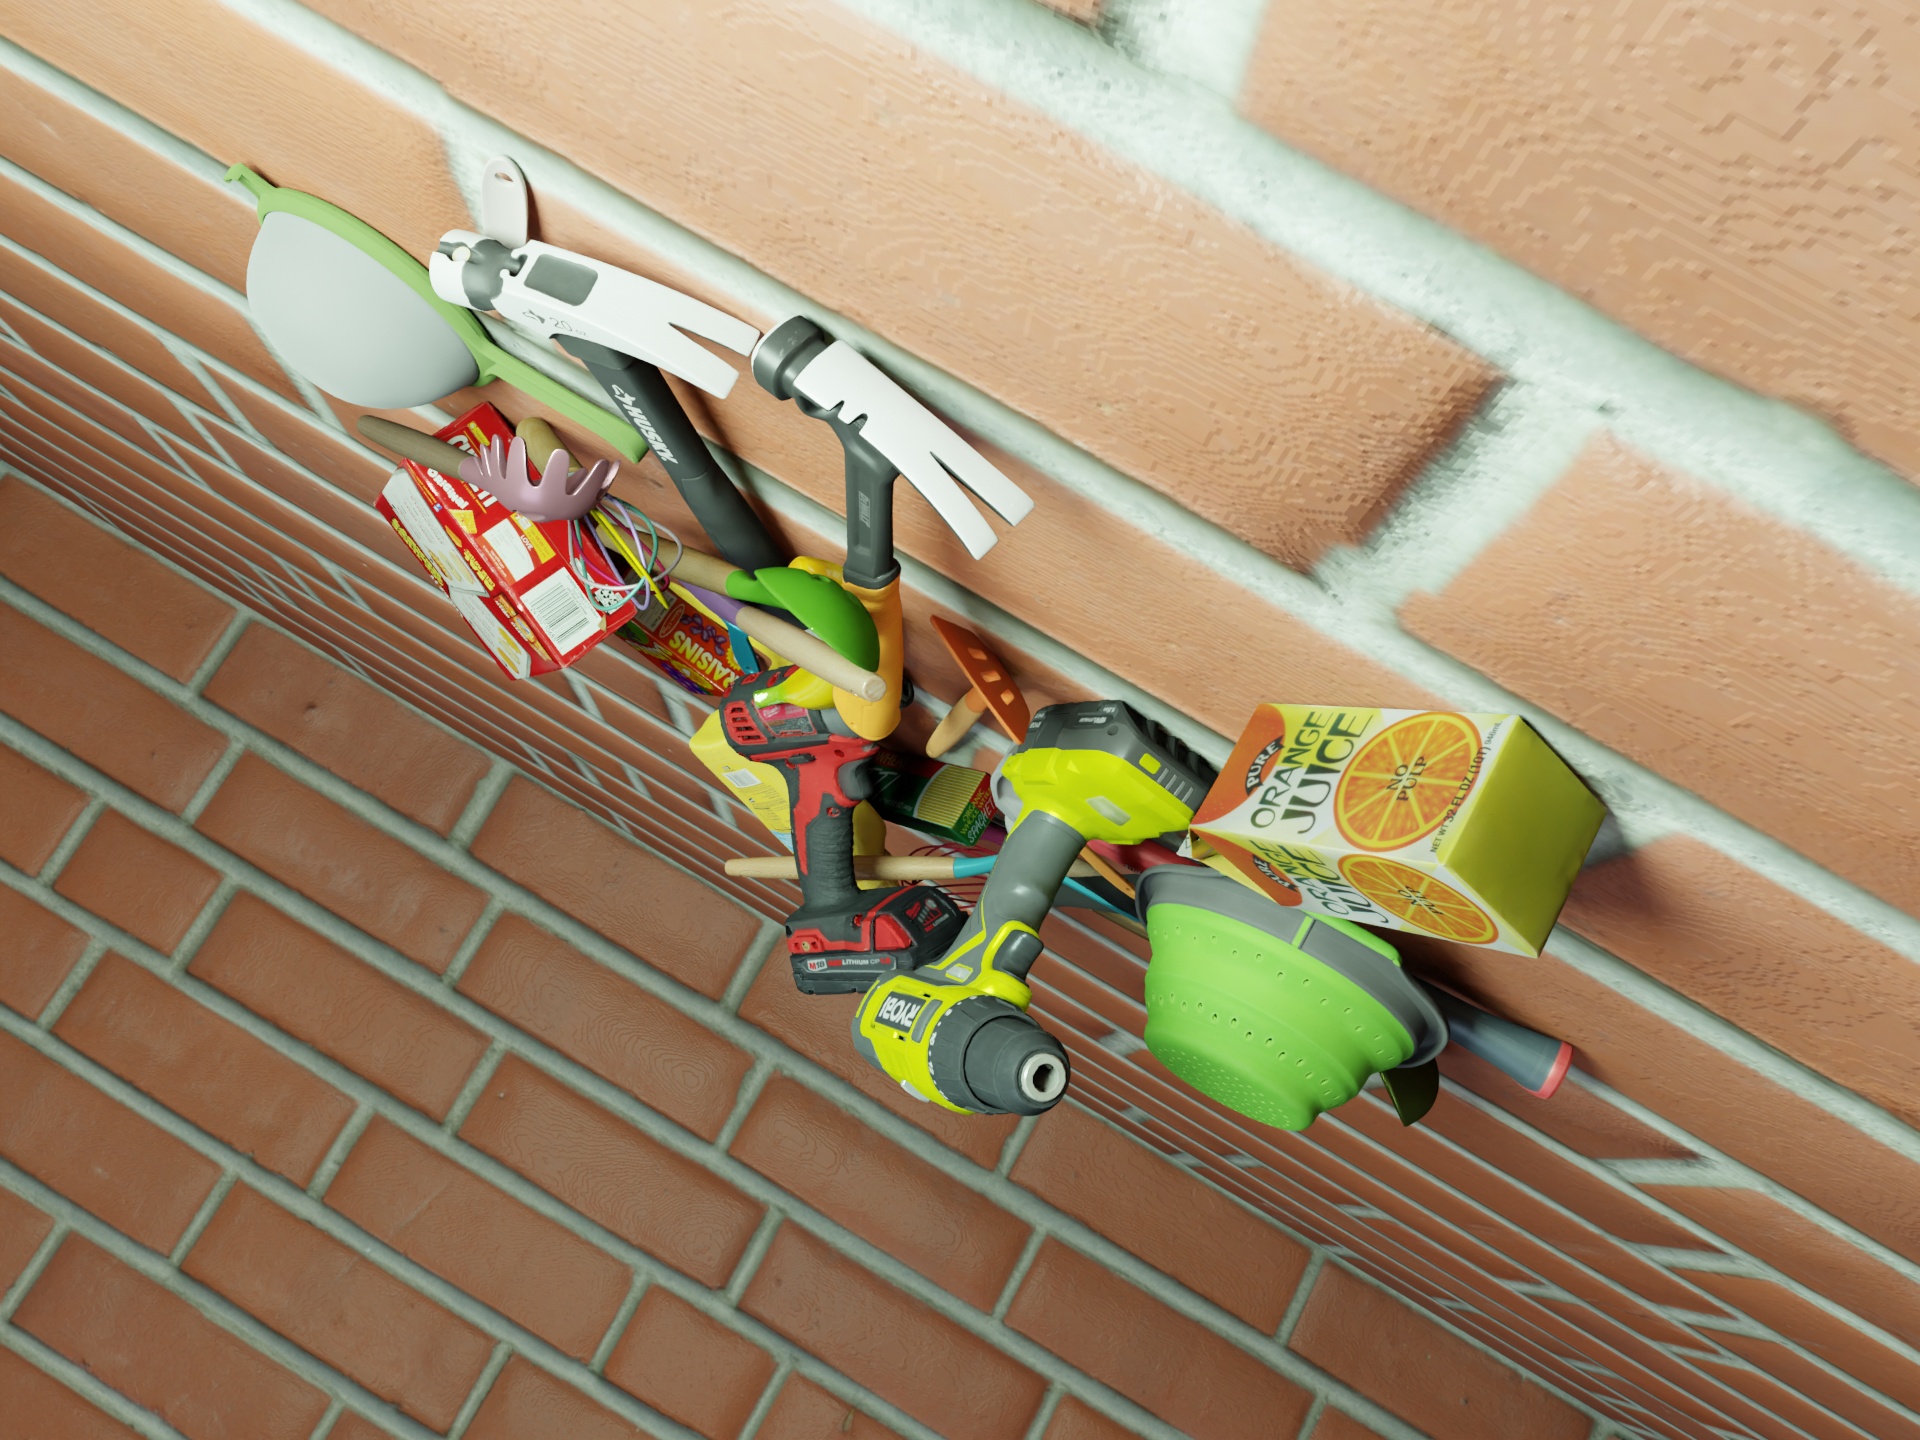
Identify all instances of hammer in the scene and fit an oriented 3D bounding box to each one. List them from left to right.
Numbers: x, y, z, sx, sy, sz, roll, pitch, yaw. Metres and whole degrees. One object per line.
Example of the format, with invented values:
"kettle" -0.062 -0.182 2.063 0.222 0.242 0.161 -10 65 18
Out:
"hammer" -0.130 -0.125 0.816 0.146 0.035 0.334 19 164 18
"hammer" -0.037 -0.058 0.772 0.127 0.034 0.336 41 162 12
"hammer" 0.193 0.121 0.989 0.386 0.038 0.143 27 163 16

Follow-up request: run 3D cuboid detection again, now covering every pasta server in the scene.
"pasta server" -0.276 -0.149 0.874 0.060 0.040 0.316 8 -169 -39

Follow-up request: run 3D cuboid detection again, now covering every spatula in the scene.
"spatula" -0.110 -0.053 0.872 0.059 0.018 0.316 45 172 -29
"spatula" -0.028 0.115 1.126 0.317 0.044 0.082 -2 165 22
"spatula" -0.002 -0.003 0.961 0.081 0.041 0.322 55 167 3

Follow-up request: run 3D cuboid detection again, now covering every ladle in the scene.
"ladle" 0.210 0.203 1.190 0.320 0.062 0.078 24 158 35

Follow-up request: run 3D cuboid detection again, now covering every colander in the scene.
"colander" 0.182 0.210 1.025 0.204 0.094 0.396 28 162 14

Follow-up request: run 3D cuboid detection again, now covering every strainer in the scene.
"strainer" -0.291 -0.189 0.869 0.256 0.069 0.151 30 165 9

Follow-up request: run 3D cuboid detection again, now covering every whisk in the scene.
"whisk" -0.203 -0.116 0.863 0.047 0.051 0.245 23 -167 -37
"whisk" 0.058 0.127 1.185 0.296 0.073 0.073 -4 144 45

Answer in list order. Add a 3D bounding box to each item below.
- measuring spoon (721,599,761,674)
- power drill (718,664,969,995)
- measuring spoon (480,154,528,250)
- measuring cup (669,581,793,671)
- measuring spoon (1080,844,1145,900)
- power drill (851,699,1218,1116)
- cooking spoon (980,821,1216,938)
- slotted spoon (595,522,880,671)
"measuring spoon" -0.144 -0.060 1.080 0.042 0.021 0.128 30 161 11
"power drill" -0.072 0.066 1.061 0.143 0.078 0.219 -9 100 34
"measuring spoon" -0.201 -0.219 0.714 0.034 0.018 0.124 20 160 -8
"measuring cup" -0.154 -0.045 1.144 0.156 0.029 0.062 37 164 -27
"measuring spoon" 0.089 0.086 0.996 0.021 0.011 0.116 17 161 45
"power drill" 0.042 0.104 0.852 0.080 0.228 0.190 36 164 -18
"cooking spoon" 0.058 0.101 1.225 0.319 0.017 0.068 23 154 29
"slotted spoon" -0.128 -0.077 0.828 0.070 0.031 0.314 36 173 -36
